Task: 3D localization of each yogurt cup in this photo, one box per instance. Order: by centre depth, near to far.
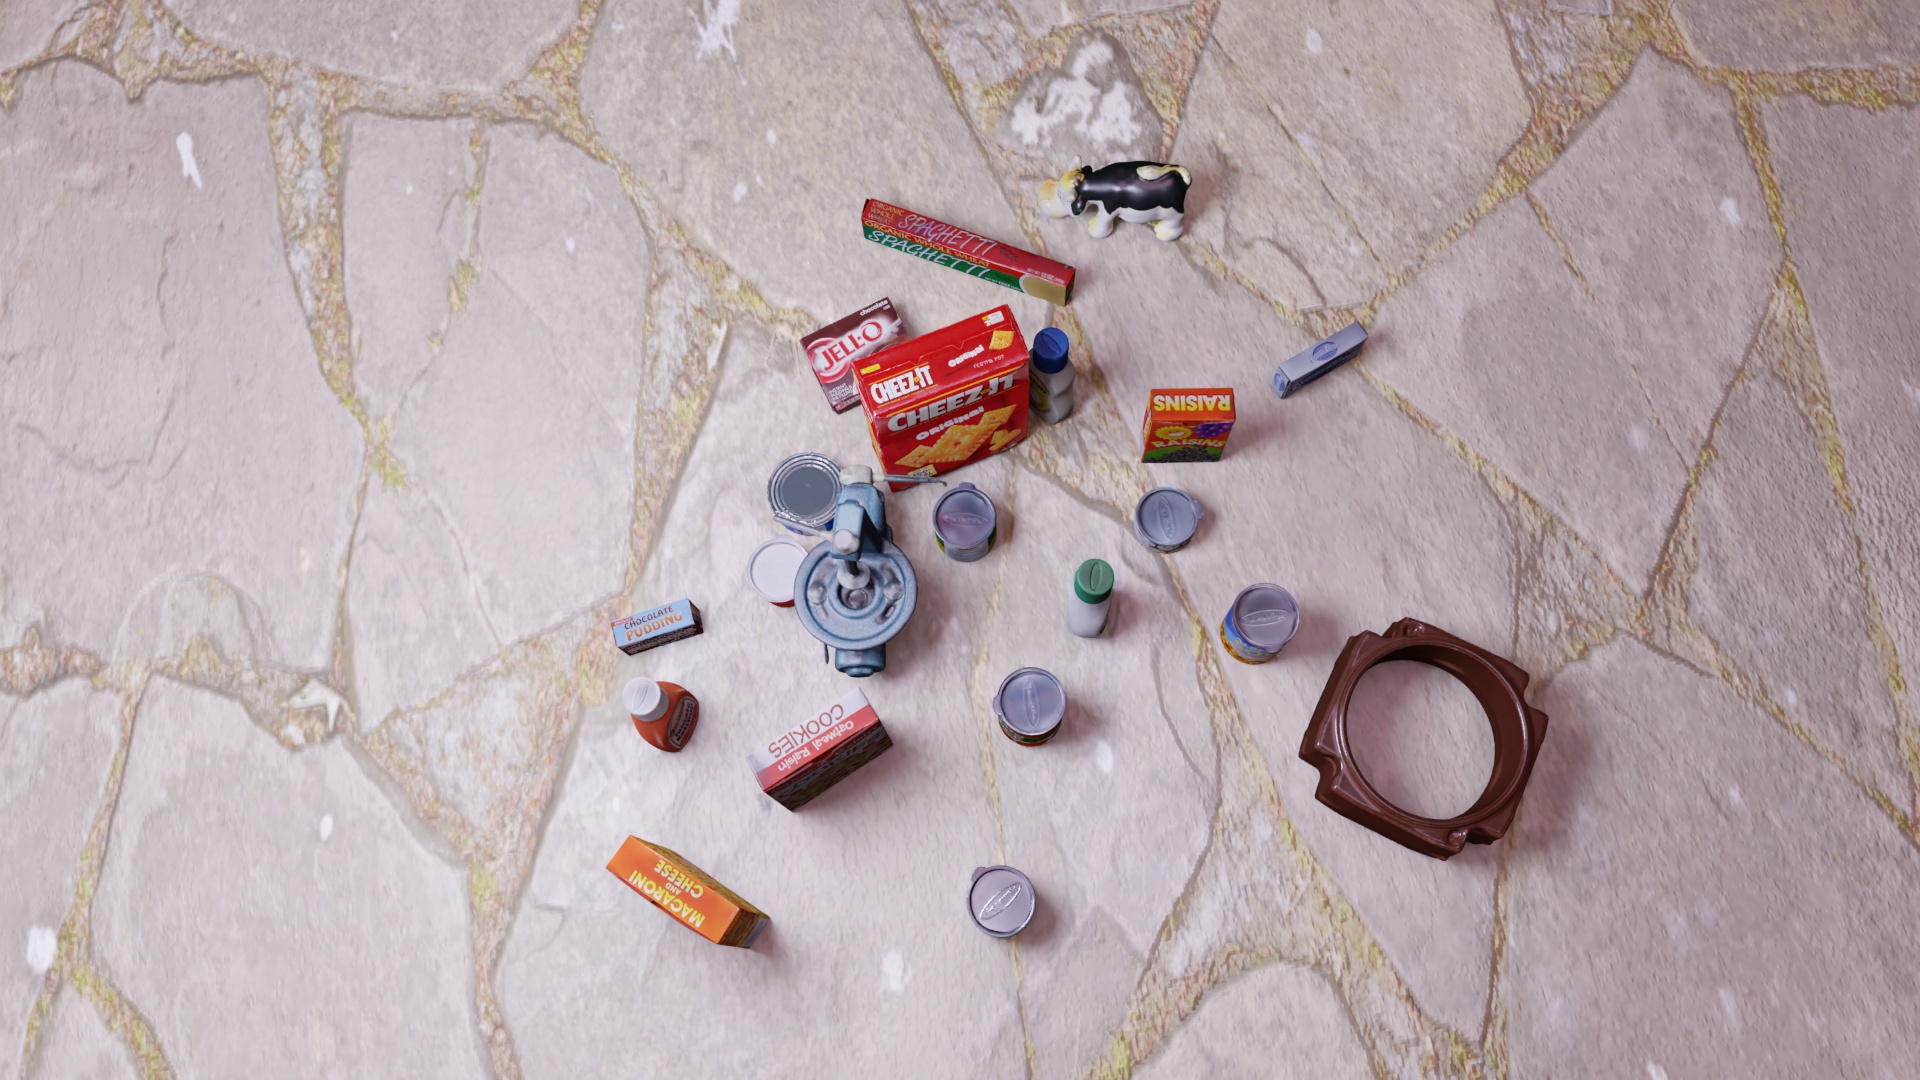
[{"bbox_3d":[-0.184,0.037,1.442,0.072,0.053,0.072,0,72,2],"label":"yogurt cup"}]

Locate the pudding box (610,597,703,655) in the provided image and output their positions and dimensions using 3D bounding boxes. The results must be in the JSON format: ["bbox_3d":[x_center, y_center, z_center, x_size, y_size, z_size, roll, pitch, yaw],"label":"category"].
[{"bbox_3d":[-0.312,0.089,1.431,0.084,0.049,0.030,-17,73,-4],"label":"pudding box"}]

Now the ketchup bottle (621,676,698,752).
[{"bbox_3d":[-0.294,0.165,1.354,0.043,0.148,0.065,17,74,7],"label":"ketchup bottle"}]

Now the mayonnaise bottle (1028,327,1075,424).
[{"bbox_3d":[0.092,-0.175,1.452,0.041,0.147,0.065,-39,76,-10],"label":"mayonnaise bottle"}]

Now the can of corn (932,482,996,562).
[{"bbox_3d":[0.005,-0.018,1.451,0.071,0.058,0.071,0,72,2],"label":"can of corn"}]

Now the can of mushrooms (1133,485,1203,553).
[{"bbox_3d":[0.218,-0.022,1.459,0.071,0.033,0.071,0,72,2],"label":"can of mushrooms"}]

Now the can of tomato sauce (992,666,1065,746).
[{"bbox_3d":[0.068,0.167,1.377,0.071,0.083,0.071,-1,73,2],"label":"can of tomato sauce"}]

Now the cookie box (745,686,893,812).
[{"bbox_3d":[-0.130,0.203,1.327,0.123,0.167,0.040,-32,74,-8],"label":"cookie box"}]

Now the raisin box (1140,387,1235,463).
[{"bbox_3d":[0.233,-0.118,1.443,0.086,0.123,0.040,0,73,2],"label":"raisin box"}]

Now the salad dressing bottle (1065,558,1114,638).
[{"bbox_3d":[0.129,0.056,1.377,0.044,0.147,0.064,8,73,4],"label":"salad dressing bottle"}]

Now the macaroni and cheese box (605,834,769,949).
[{"bbox_3d":[-0.250,0.330,1.291,0.124,0.166,0.040,31,76,11],"label":"macaroni and cheese box"}]

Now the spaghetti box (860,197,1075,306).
[{"bbox_3d":[0.006,-0.323,1.554,0.250,0.050,0.029,20,74,8],"label":"spaghetti box"}]

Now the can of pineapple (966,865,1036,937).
[{"bbox_3d":[0.039,0.346,1.334,0.071,0.057,0.071,0,72,2],"label":"can of pineapple"}]

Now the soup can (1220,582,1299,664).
[{"bbox_3d":[0.300,0.088,1.395,0.071,0.083,0.071,-1,73,2],"label":"soup can"}]

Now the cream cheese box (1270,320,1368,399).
[{"bbox_3d":[0.387,-0.194,1.499,0.104,0.053,0.024,-30,74,-7],"label":"cream cheese box"}]
